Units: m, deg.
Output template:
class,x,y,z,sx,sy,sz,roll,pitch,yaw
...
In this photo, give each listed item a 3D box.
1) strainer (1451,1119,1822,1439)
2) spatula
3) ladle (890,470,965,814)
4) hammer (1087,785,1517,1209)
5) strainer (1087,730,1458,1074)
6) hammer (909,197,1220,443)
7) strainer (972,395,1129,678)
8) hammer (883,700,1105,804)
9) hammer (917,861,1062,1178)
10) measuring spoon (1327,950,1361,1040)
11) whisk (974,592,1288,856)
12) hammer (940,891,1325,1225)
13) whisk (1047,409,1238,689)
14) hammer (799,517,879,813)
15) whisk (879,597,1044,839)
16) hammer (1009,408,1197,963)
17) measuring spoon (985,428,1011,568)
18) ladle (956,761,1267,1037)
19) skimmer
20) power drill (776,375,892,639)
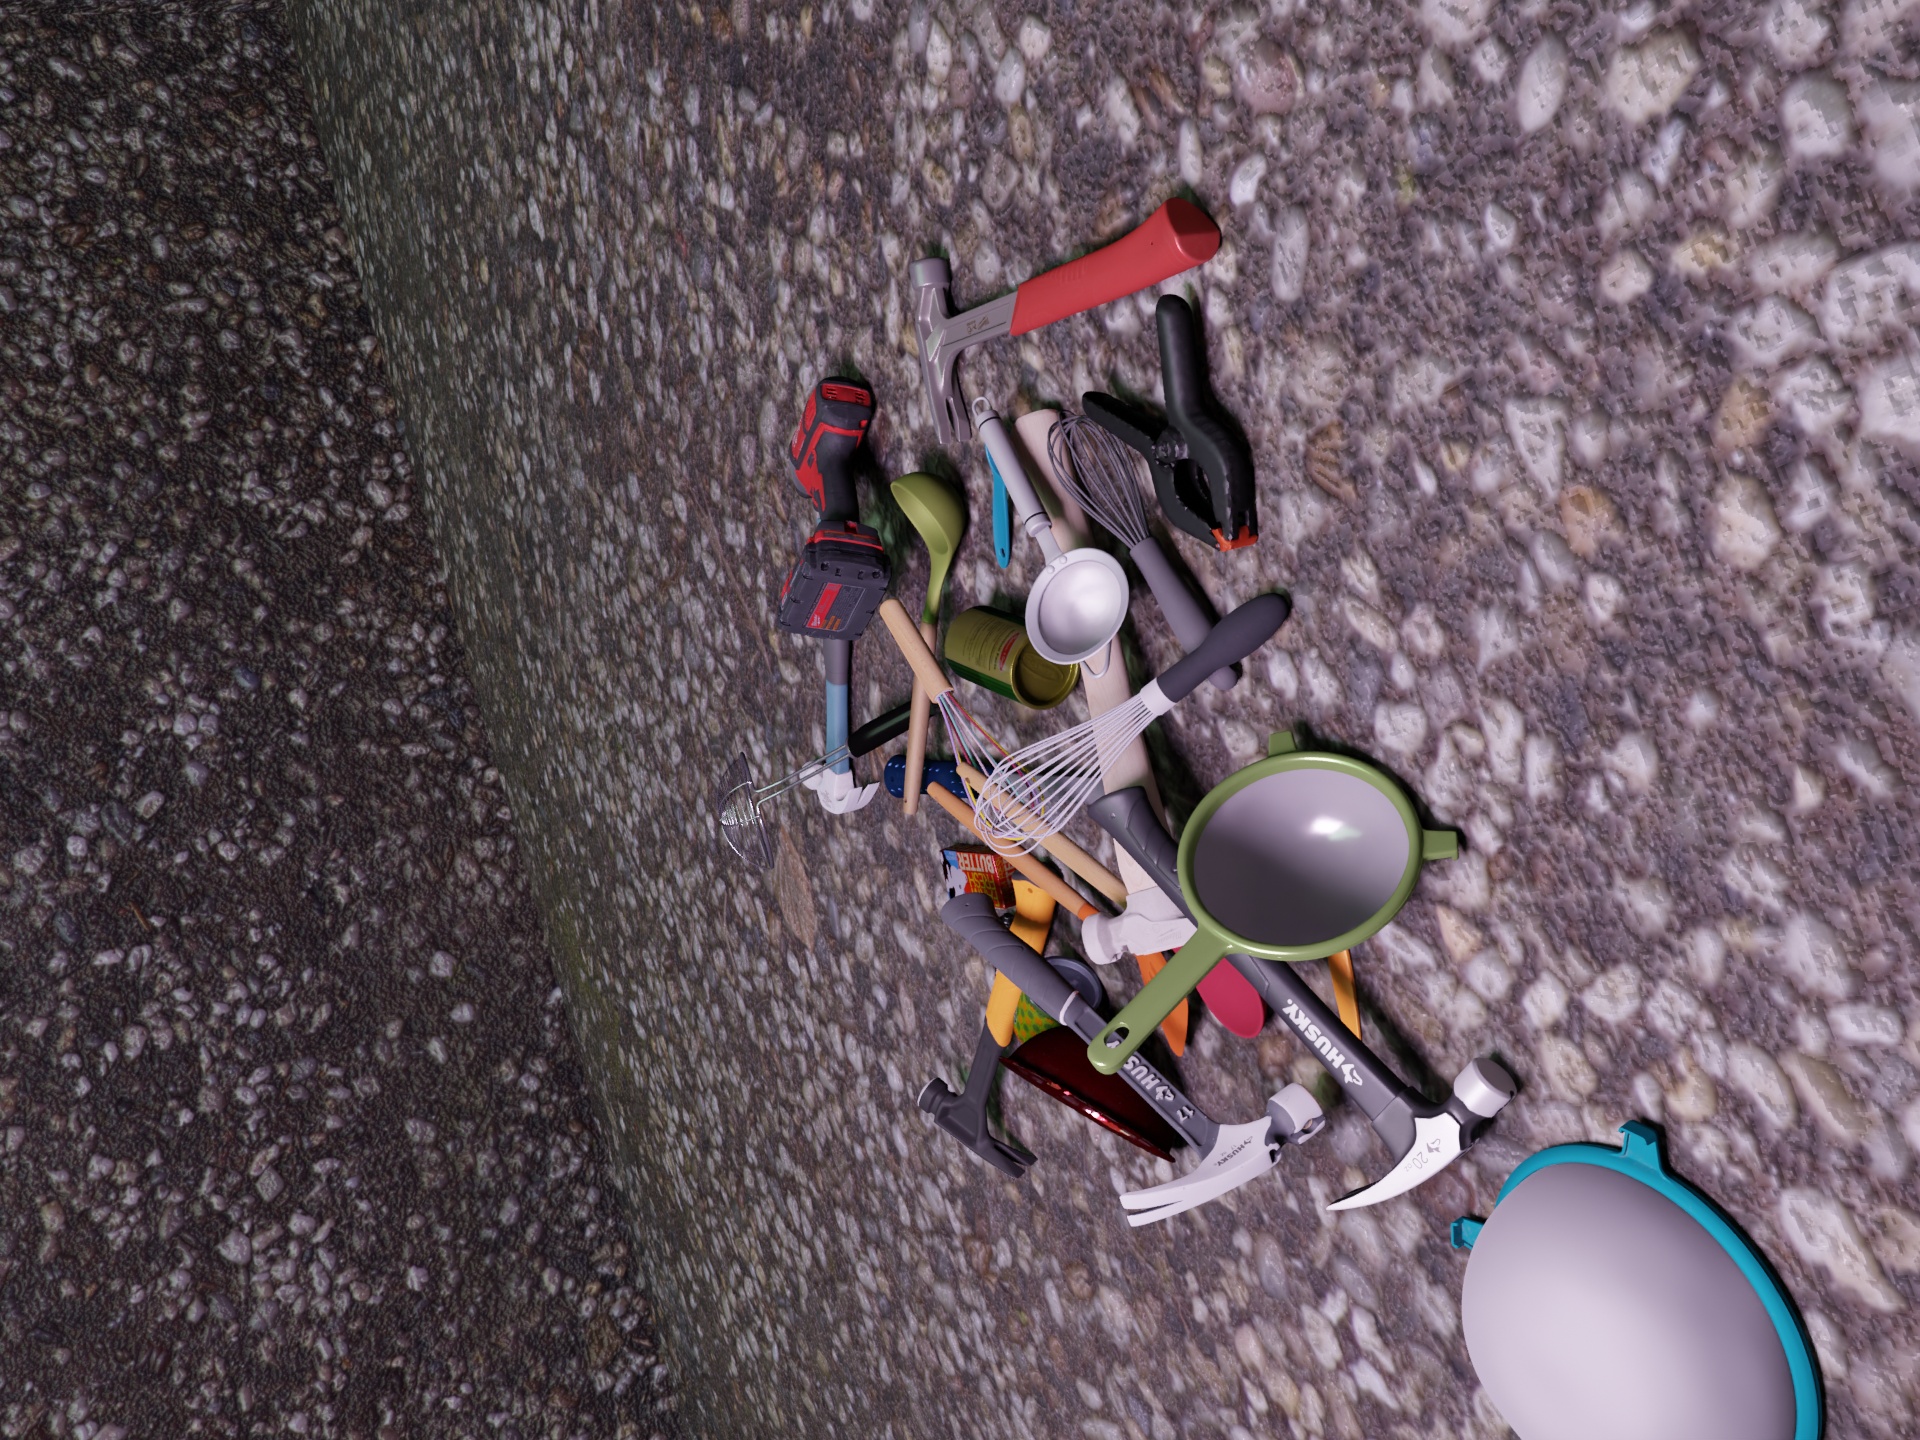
class,x,y,z,sx,sy,sz,roll,pitch,yaw
strainer,0.381,0.405,0.862,0.341,0.095,0.211,63,149,24
spatula,0.077,0.145,1.299,0.323,0.041,0.081,37,148,32
ladle,-0.040,-0.062,1.399,0.078,0.062,0.320,38,128,53
hammer,0.198,0.168,1.054,0.335,0.035,0.146,48,123,28
strainer,0.179,0.133,0.986,0.152,0.256,0.069,36,165,41
hammer,0.065,-0.299,1.163,0.359,0.036,0.149,3,105,61
strainer,0.062,-0.136,1.159,0.087,0.050,0.259,-34,65,25
hammer,0.039,0.049,1.366,0.406,0.035,0.144,1,104,60
hammer,0.044,0.267,1.437,0.127,0.034,0.336,32,128,26
measuring spoon,0.256,0.187,1.069,0.021,0.011,0.117,-1,102,61
whisk,0.113,0.001,1.096,0.284,0.070,0.070,-40,64,27
hammer,0.091,0.234,1.219,0.409,0.149,0.036,36,151,55
whisk,0.129,-0.122,1.119,0.239,0.055,0.055,61,148,17
hammer,-0.126,-0.054,1.614,0.128,0.033,0.330,37,133,50
whisk,0.000,-0.005,1.319,0.047,0.051,0.245,-46,63,32
hammer,0.114,-0.037,1.165,0.146,0.038,0.411,-20,78,31
measuring spoon,0.040,-0.180,1.288,0.042,0.021,0.128,45,148,42
ladle,0.112,0.125,1.205,0.316,0.031,0.069,38,139,25
skimmer,-0.127,0.047,1.592,0.363,0.090,0.127,-28,73,38
power drill,-0.121,-0.189,1.450,0.143,0.078,0.220,125,146,-53
